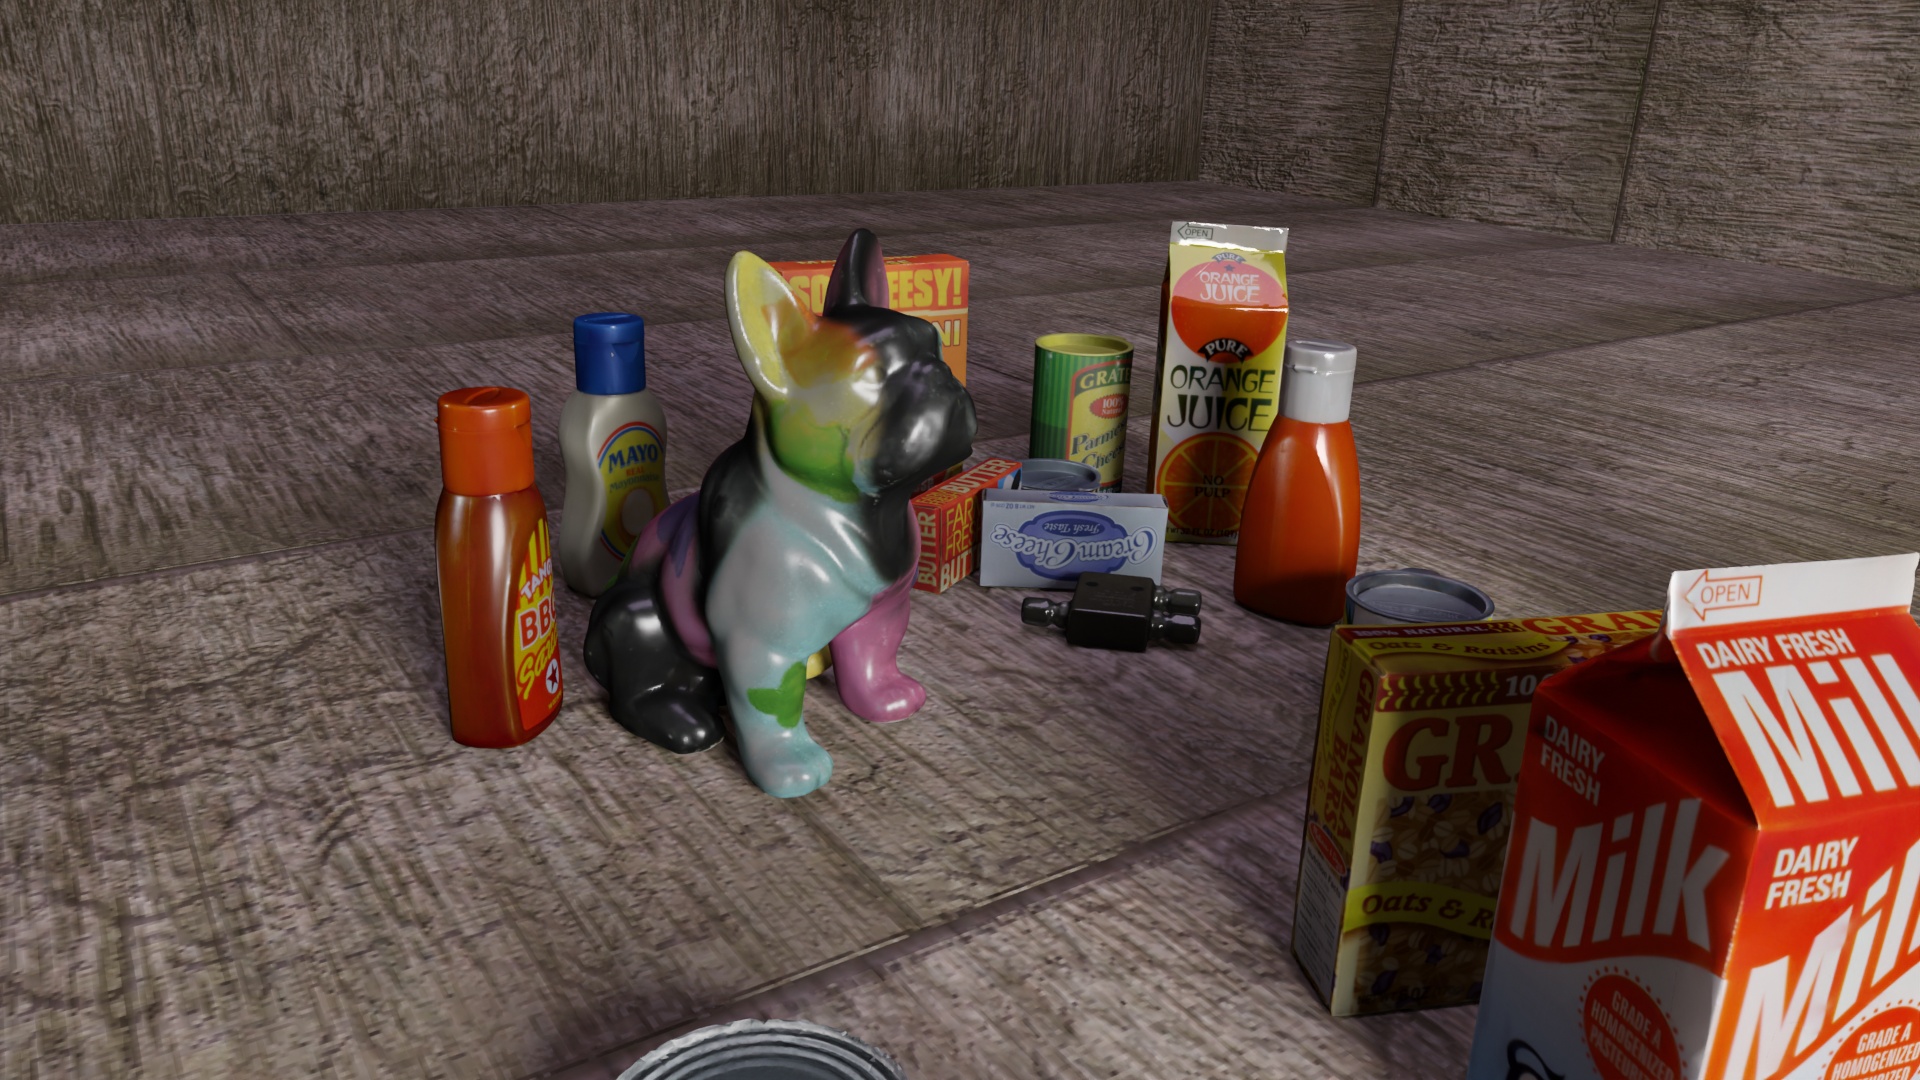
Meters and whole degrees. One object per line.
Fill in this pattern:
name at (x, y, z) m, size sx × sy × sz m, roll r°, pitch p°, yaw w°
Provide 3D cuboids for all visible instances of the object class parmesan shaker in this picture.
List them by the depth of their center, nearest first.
parmesan shaker at (0.083, -0.084, 0.942) m, size 0.071 × 0.102 × 0.071 m, roll 2°, pitch 20°, yaw -1°

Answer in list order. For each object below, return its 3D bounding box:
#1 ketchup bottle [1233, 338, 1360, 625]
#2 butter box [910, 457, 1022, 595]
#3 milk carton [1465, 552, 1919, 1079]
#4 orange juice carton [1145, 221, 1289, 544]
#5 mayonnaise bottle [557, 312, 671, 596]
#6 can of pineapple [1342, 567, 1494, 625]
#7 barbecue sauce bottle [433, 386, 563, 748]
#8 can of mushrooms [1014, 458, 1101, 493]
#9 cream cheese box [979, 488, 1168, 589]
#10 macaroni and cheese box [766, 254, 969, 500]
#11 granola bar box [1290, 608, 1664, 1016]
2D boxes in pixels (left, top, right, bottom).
ketchup bottle at (0.184, -0.032, 0.743) m, size 0.065 × 0.148 × 0.044 m, roll 16°, pitch 24°, yaw 34°
butter box at (0.003, -0.010, 0.806) m, size 0.024 × 0.053 × 0.104 m, roll 12°, pitch 22°, yaw 26°
milk carton at (0.184, 0.094, 0.340) m, size 0.072 × 0.189 × 0.073 m, roll -4°, pitch 20°, yaw -16°
orange juice carton at (0.158, -0.099, 0.862) m, size 0.072 × 0.192 × 0.073 m, roll 3°, pitch 20°, yaw 3°
mayonnaise bottle at (-0.186, -0.047, 0.750) m, size 0.041 × 0.147 × 0.065 m, roll 20°, pitch 26°, yaw 41°
can of pineapple at (0.212, 0.051, 0.651) m, size 0.071 × 0.057 × 0.071 m, roll 2°, pitch 20°, yaw -1°
barbecue sauce bottle at (-0.198, 0.010, 0.592) m, size 0.044 × 0.148 × 0.065 m, roll 3°, pitch 20°, yaw 2°
can of mushrooms at (0.058, -0.027, 0.886) m, size 0.071 × 0.033 × 0.071 m, roll 2°, pitch 20°, yaw -1°
cream cheese box at (0.063, 0.000, 0.782) m, size 0.104 × 0.053 × 0.024 m, roll 2°, pitch 20°, yaw 0°
macaroni and cheese box at (-0.059, -0.087, 0.847) m, size 0.124 × 0.165 × 0.040 m, roll -9°, pitch 22°, yaw -27°
granola bar box at (0.198, 0.086, 0.458) m, size 0.166 × 0.123 × 0.039 m, roll -2°, pitch 20°, yaw -11°
